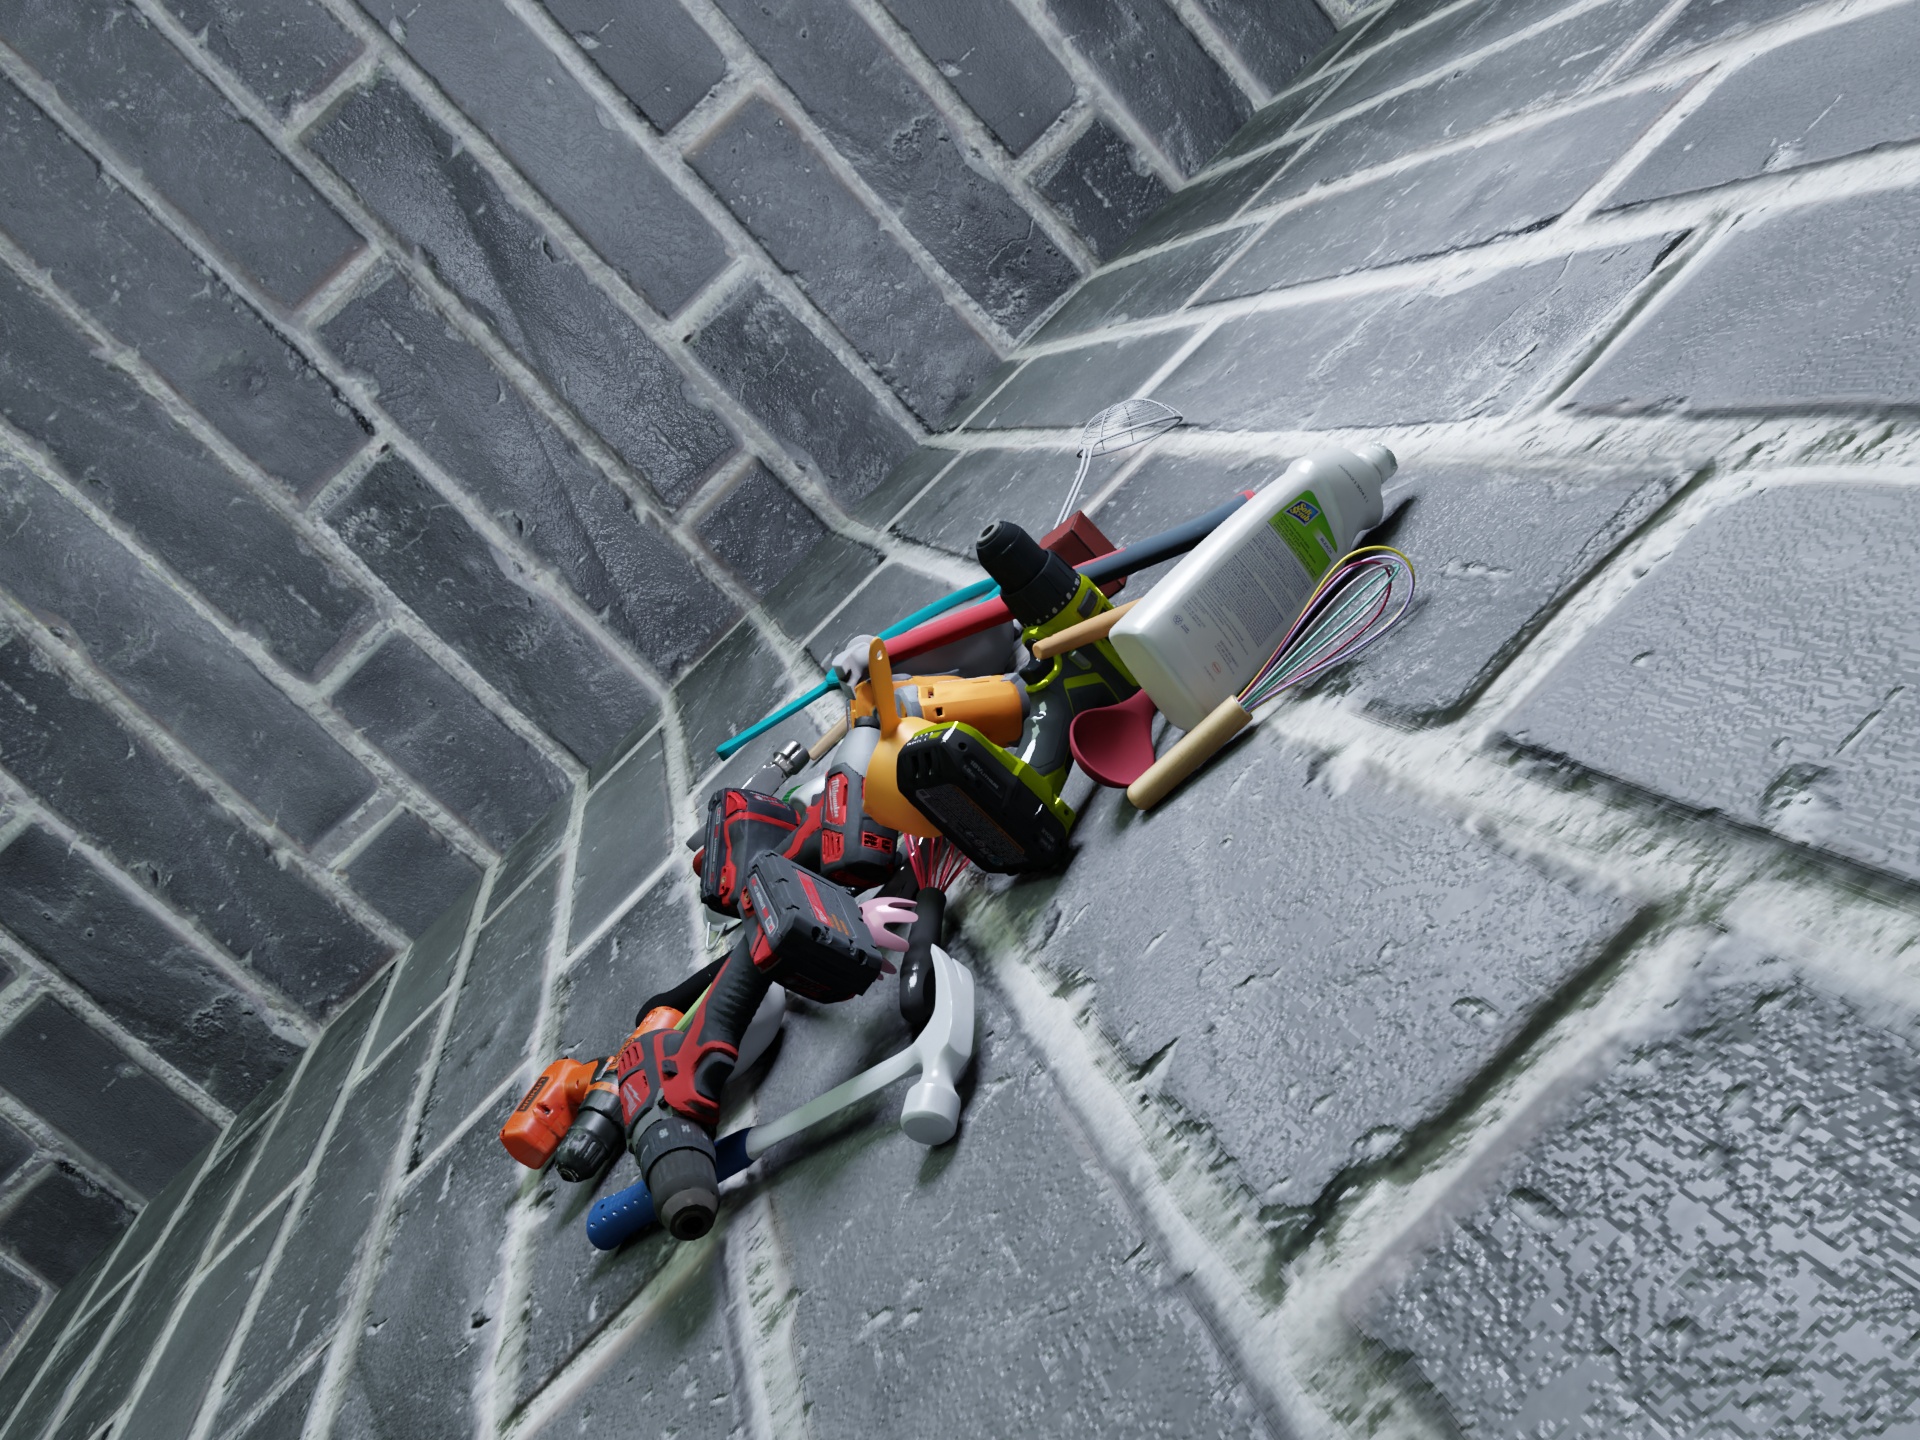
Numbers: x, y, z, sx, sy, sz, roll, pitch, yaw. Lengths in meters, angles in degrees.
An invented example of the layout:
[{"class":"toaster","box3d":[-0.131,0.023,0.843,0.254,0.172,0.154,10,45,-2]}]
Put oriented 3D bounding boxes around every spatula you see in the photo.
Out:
[{"class":"spatula","box3d":[0.182,-0.112,1.215,0.322,0.041,0.081,-23,4,-28]}]

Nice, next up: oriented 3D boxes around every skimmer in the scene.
[{"class":"skimmer","box3d":[0.143,-0.222,1.759,0.127,0.090,0.363,-19,40,53]}]

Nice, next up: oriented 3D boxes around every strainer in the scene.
[{"class":"strainer","box3d":[-0.197,0.260,1.333,0.151,0.069,0.256,-50,-1,-15]},{"class":"strainer","box3d":[-0.078,-0.023,1.601,0.340,0.095,0.211,-31,11,-1]},{"class":"strainer","box3d":[-0.206,0.136,1.696,0.087,0.050,0.258,-6,35,42]}]

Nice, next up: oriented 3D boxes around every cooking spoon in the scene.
[{"class":"cooking spoon","box3d":[-0.065,-0.066,1.898,0.319,0.017,0.069,-44,15,-2]}]

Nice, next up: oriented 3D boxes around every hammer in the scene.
[{"class":"hammer","box3d":[-0.133,0.285,1.105,0.405,0.035,0.144,-35,26,35]},{"class":"hammer","box3d":[-0.248,0.124,1.666,0.149,0.036,0.359,-48,1,-24]},{"class":"hammer","box3d":[-0.165,0.199,1.435,0.409,0.036,0.149,-35,19,33]},{"class":"hammer","box3d":[0.075,-0.108,1.354,0.386,0.038,0.143,-21,10,6]}]

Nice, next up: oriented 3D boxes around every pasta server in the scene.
[{"class":"pasta server","box3d":[-0.106,0.189,1.250,0.316,0.040,0.060,-40,30,62]}]

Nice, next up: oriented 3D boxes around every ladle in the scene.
[{"class":"ladle","box3d":[0.163,-0.047,1.219,0.315,0.069,0.031,-51,-2,-42]}]

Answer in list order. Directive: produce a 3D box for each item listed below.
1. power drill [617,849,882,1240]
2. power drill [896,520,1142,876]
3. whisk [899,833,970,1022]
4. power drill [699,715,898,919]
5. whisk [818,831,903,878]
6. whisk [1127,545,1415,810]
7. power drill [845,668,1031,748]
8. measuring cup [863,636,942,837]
[{"class":"power drill","box3d":[-0.152,0.223,1.085,0.226,0.080,0.188,-53,28,9]},{"class":"power drill","box3d":[0.048,-0.020,1.179,0.080,0.190,0.229,-16,36,50]},{"class":"whisk","box3d":[-0.020,0.125,1.219,0.073,0.073,0.296,-37,22,25]},{"class":"power drill","box3d":[-0.130,0.087,1.351,0.219,0.078,0.143,-25,55,46]},{"class":"whisk","box3d":[-0.112,0.127,1.476,0.239,0.055,0.055,-43,15,22]},{"class":"whisk","box3d":[0.204,-0.027,1.069,0.245,0.047,0.051,-43,16,16]},{"class":"power drill","box3d":[-0.002,-0.004,1.395,0.164,0.084,0.226,-7,1,-19]},{"class":"measuring cup","box3d":[-0.032,0.014,1.179,0.052,0.173,0.095,19,48,31]}]
